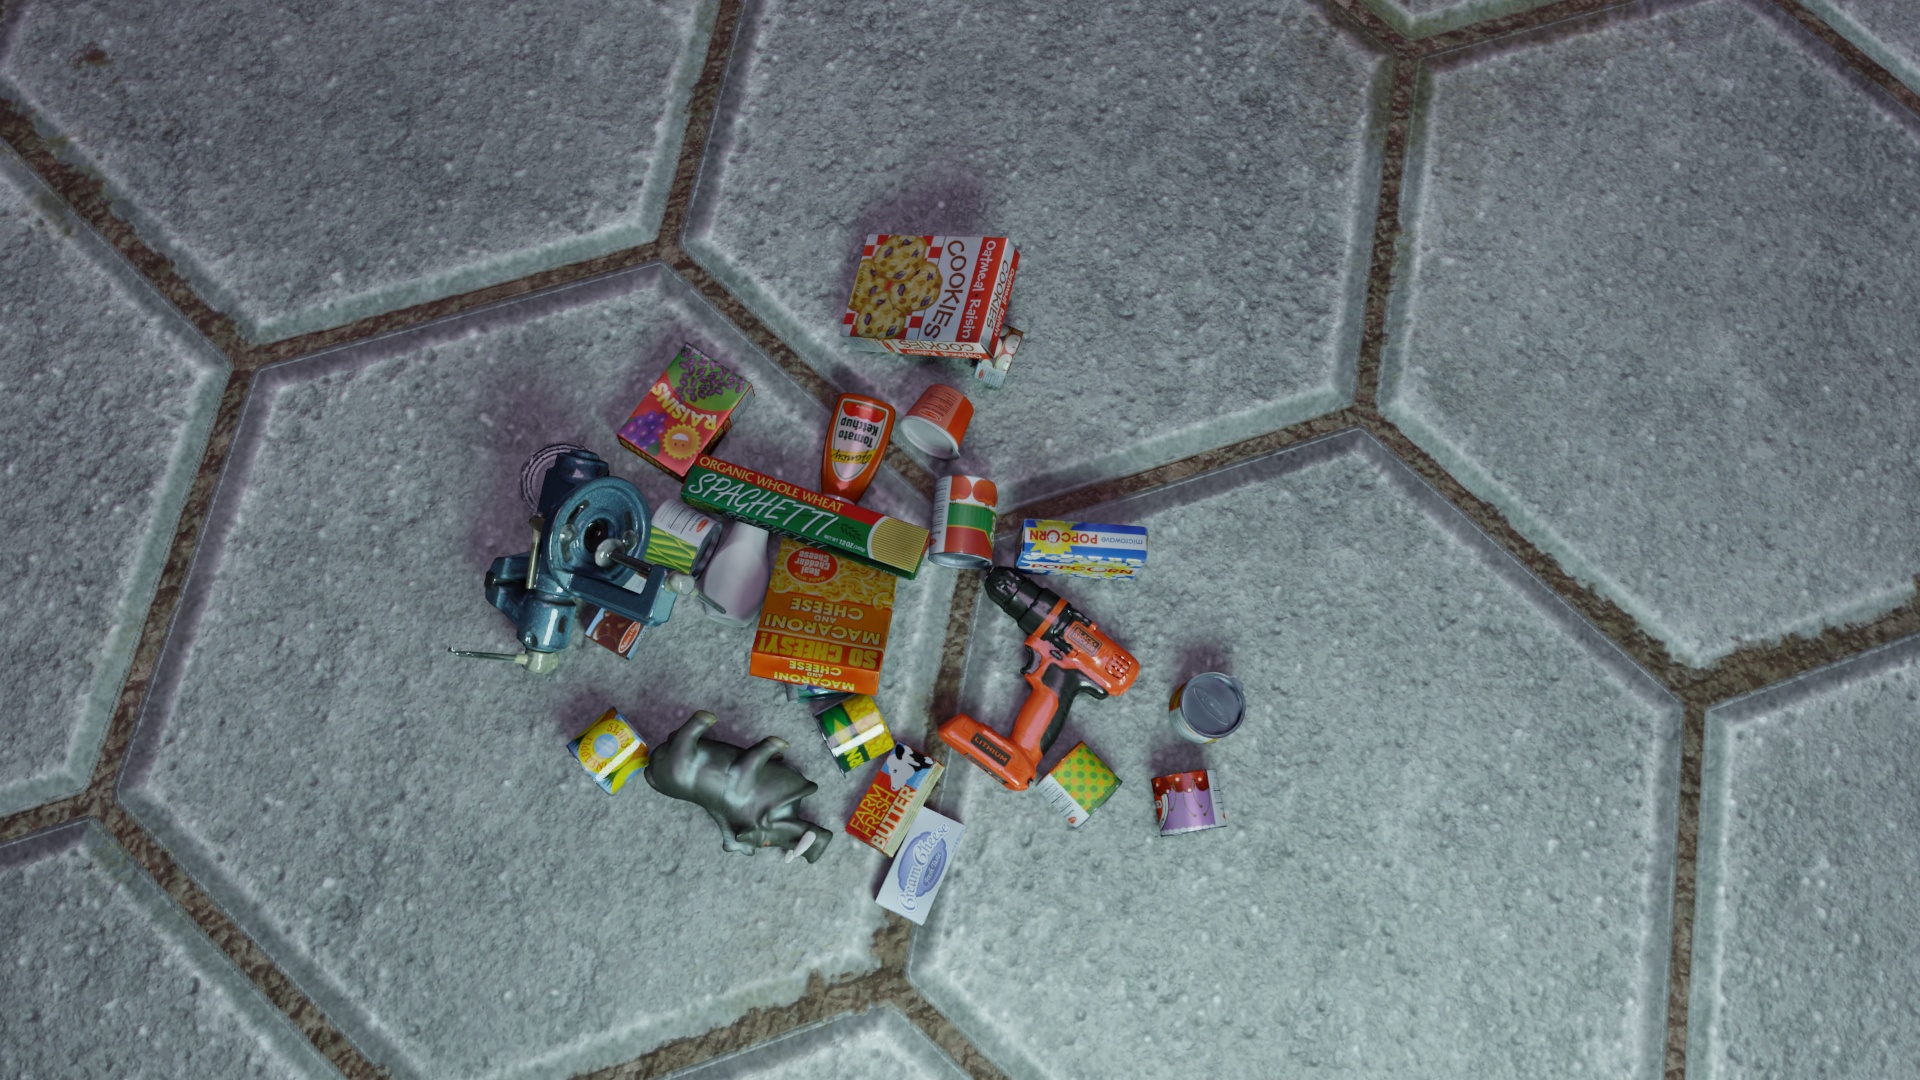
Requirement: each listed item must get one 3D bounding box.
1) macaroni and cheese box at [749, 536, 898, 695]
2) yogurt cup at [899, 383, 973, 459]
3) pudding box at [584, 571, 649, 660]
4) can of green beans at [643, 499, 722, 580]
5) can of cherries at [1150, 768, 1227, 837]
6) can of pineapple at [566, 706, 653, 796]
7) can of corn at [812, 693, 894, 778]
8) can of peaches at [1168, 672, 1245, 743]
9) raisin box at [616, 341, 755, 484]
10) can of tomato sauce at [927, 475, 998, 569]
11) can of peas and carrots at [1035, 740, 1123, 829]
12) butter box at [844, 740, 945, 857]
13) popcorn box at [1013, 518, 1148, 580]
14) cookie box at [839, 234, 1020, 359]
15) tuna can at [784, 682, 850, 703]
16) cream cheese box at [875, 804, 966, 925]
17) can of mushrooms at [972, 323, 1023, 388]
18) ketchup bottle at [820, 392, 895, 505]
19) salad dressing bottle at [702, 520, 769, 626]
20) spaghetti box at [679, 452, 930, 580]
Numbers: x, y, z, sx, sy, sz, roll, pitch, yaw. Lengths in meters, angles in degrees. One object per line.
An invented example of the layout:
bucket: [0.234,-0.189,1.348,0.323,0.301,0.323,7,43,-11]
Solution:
macaroni and cheese box: [-0.129,0.071,1.359,0.124,0.040,0.167,9,43,-2]
yogurt cup: [-0.022,-0.126,1.446,0.072,0.072,0.054,29,68,3]
pudding box: [-0.333,0.072,1.390,0.050,0.030,0.084,28,76,2]
can of green beans: [-0.280,0.000,1.393,0.058,0.071,0.071,26,76,4]
can of cherries: [0.222,0.259,1.367,0.071,0.071,0.058,-8,77,-6]
can of pineapple: [-0.336,0.202,1.337,0.058,0.071,0.071,-42,83,-13]
can of corn: [-0.103,0.189,1.359,0.058,0.071,0.071,-27,80,-10]
can of peaches: [0.249,0.167,1.395,0.071,0.058,0.071,1,76,-4]
raisin box: [-0.284,-0.131,1.440,0.086,0.040,0.124,33,75,3]
can of tomato sauce: [0.005,-0.018,1.420,0.071,0.071,0.083,6,75,-3]
can of peas and carrots: [0.118,0.238,1.365,0.071,0.070,0.059,-43,83,-12]
butter box: [-0.064,0.252,1.357,0.053,0.024,0.104,22,73,35]
popcorn box: [0.121,0.010,1.411,0.127,0.085,0.038,4,75,-3]
cookie box: [-0.032,-0.256,1.454,0.167,0.040,0.123,7,74,26]
tuna can: [-0.138,0.139,1.370,0.071,0.071,0.033,-8,78,-6]
cream cheese box: [-0.039,0.316,1.355,0.053,0.024,0.104,24,75,3]
can of mushrooms: [0.041,-0.198,1.466,0.033,0.071,0.071,22,76,1]
ketchup bottle: [-0.116,-0.076,1.436,0.065,0.043,0.149,16,76,0]
salad dressing bottle: [-0.218,0.012,1.408,0.064,0.044,0.148,13,74,1]
spaghetti box: [-0.155,-0.024,1.382,0.250,0.028,0.050,19,68,3]
